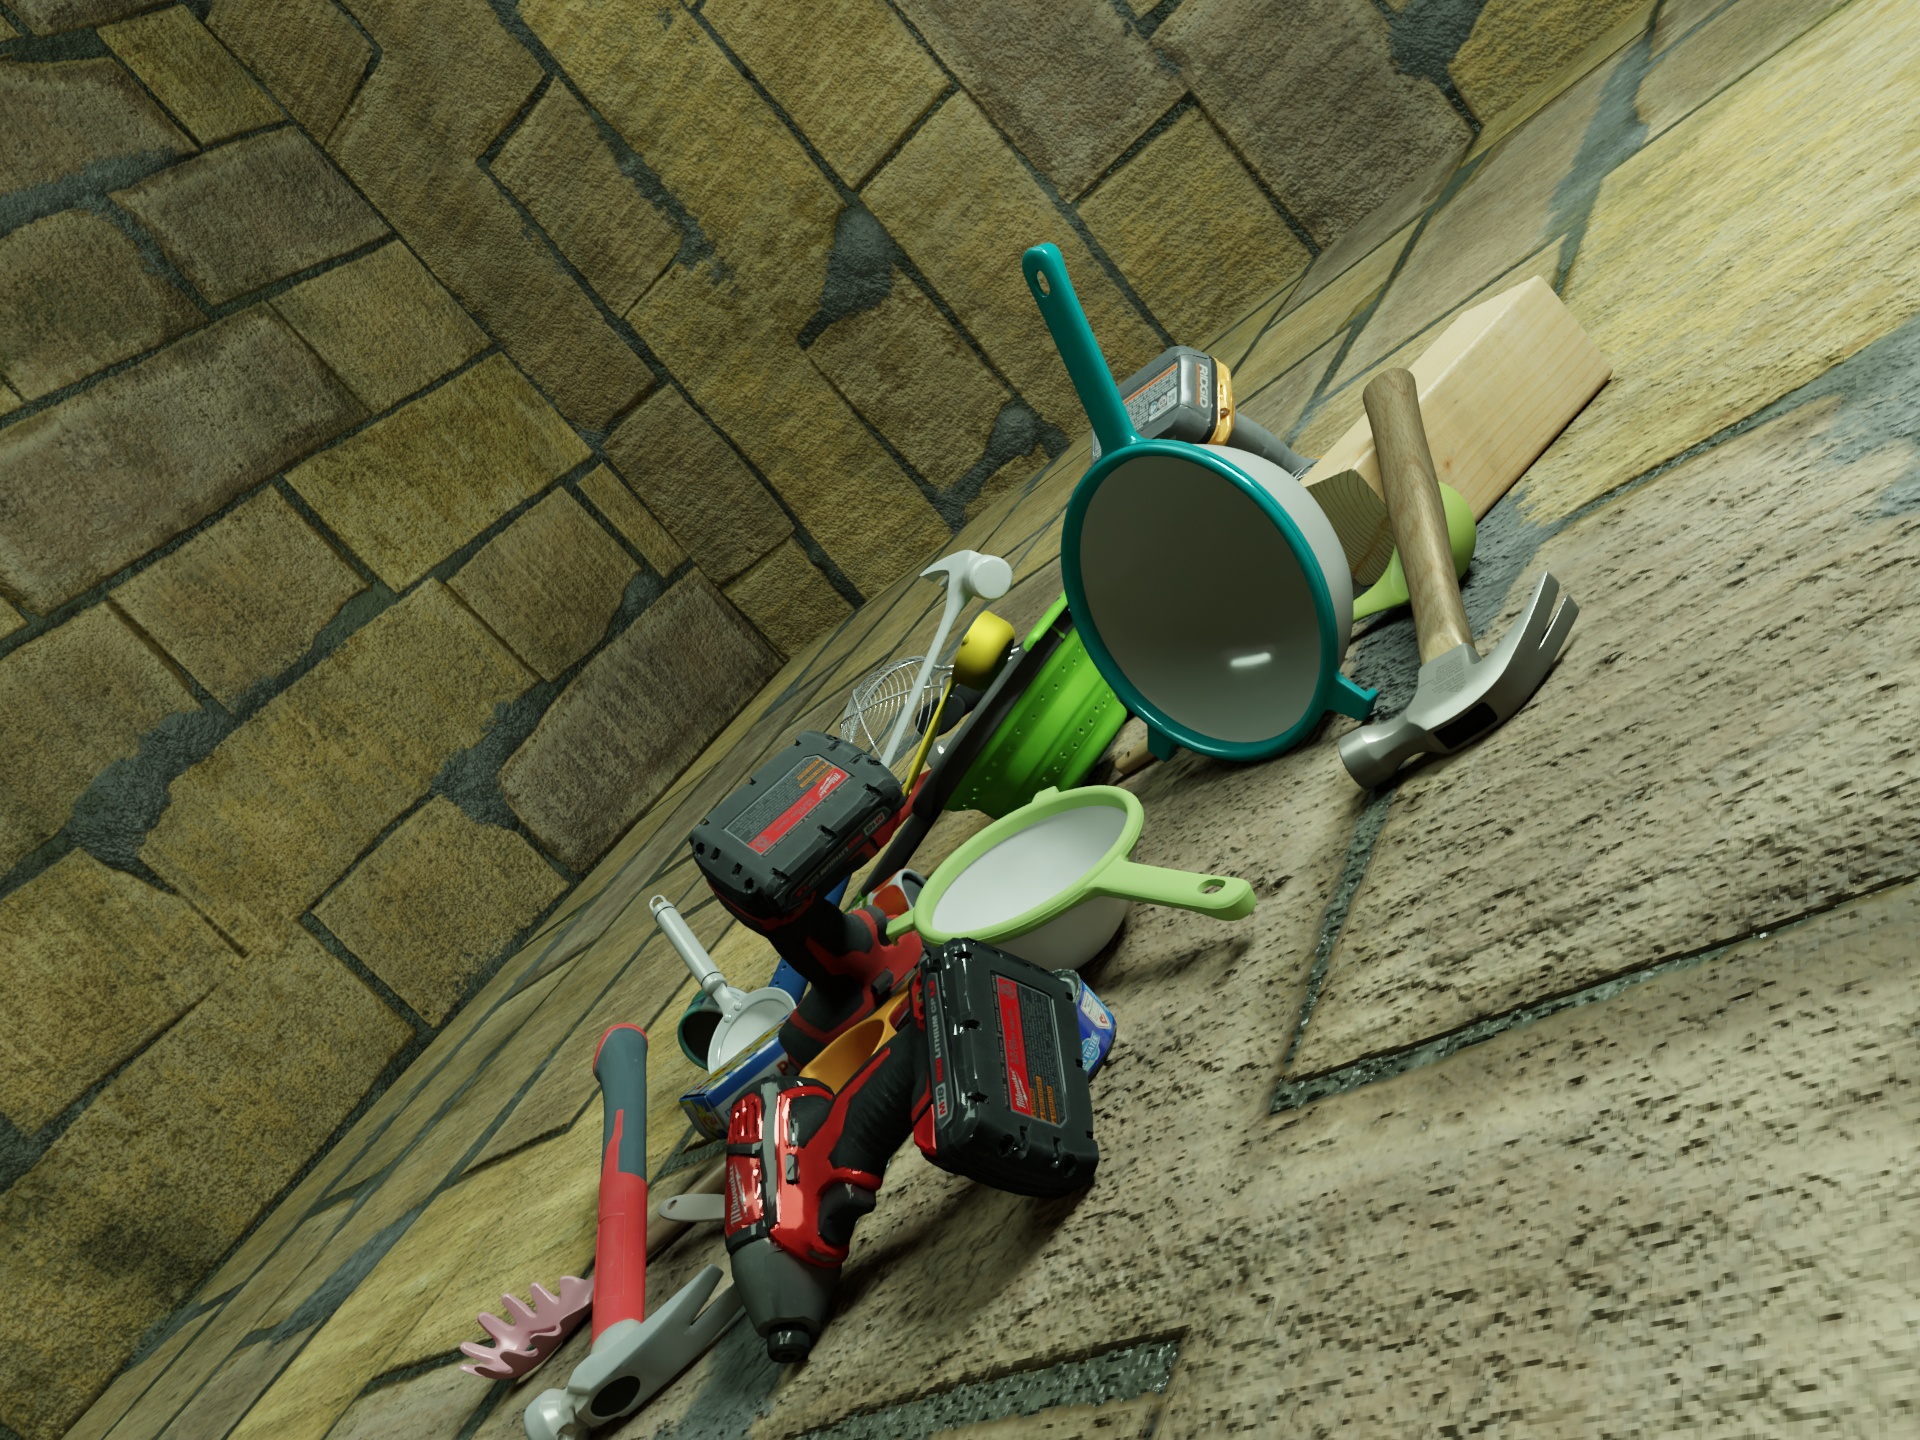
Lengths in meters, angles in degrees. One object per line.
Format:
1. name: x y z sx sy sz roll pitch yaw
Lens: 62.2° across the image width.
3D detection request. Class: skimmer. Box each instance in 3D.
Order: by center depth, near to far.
1. skimmer: 0.066 -0.039 1.365 0.363 0.090 0.127 -19 40 -5

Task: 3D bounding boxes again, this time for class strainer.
1. strainer: 0.081 0.107 0.897 0.151 0.069 0.256 -39 21 -27
2. strainer: 0.142 -0.145 0.989 0.095 0.340 0.211 -29 7 -34
3. strainer: -0.186 0.210 1.238 0.087 0.050 0.259 -46 46 -1

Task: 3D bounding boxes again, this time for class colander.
1. colander: 0.025 0.062 1.243 0.204 0.094 0.397 -51 -4 -48

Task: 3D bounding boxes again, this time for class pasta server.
1. pasta server: -0.199 0.330 1.056 0.316 0.040 0.060 -41 22 0

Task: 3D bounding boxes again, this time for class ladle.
1. ladle: 0.210 -0.050 1.065 0.320 0.062 0.078 -38 31 36

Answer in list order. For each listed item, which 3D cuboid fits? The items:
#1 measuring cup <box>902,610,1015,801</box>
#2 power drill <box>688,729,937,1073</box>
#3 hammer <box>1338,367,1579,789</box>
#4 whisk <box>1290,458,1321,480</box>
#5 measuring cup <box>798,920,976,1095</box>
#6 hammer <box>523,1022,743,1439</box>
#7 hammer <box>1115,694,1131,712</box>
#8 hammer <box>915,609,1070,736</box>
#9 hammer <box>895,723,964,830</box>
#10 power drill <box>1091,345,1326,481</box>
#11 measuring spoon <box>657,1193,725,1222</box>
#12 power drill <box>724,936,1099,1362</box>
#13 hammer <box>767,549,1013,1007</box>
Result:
1. measuring cup: -0.002 -0.004 1.151 0.062 0.029 0.156 41 -107 -79
2. power drill: -0.057 0.111 1.004 0.080 0.226 0.188 29 61 38
3. hammer: 0.266 -0.107 0.910 0.130 0.031 0.332 -32 32 31
4. whisk: 0.206 -0.097 1.124 0.239 0.055 0.055 -50 12 -15
5. measuring cup: -0.033 0.197 0.956 0.174 0.052 0.095 -45 11 -26
6. hammer: -0.210 0.296 1.043 0.143 0.038 0.387 -42 21 5
7. hammer: 0.159 -0.038 1.258 0.331 0.033 0.128 -34 14 38
8. hammer: 0.031 -0.040 1.551 0.146 0.035 0.335 -35 1 26
9. hammer: -0.045 0.071 1.438 0.149 0.036 0.359 -35 5 35
10. power drill: 0.206 -0.188 1.238 0.185 0.226 0.084 -29 51 51
11. measuring spoon: -0.154 0.301 0.996 0.124 0.018 0.034 -16 29 41
12. power drill: -0.038 0.213 0.776 0.219 0.078 0.143 -40 38 32
13. hammer: -0.069 0.055 1.251 0.405 0.035 0.144 -66 17 2
